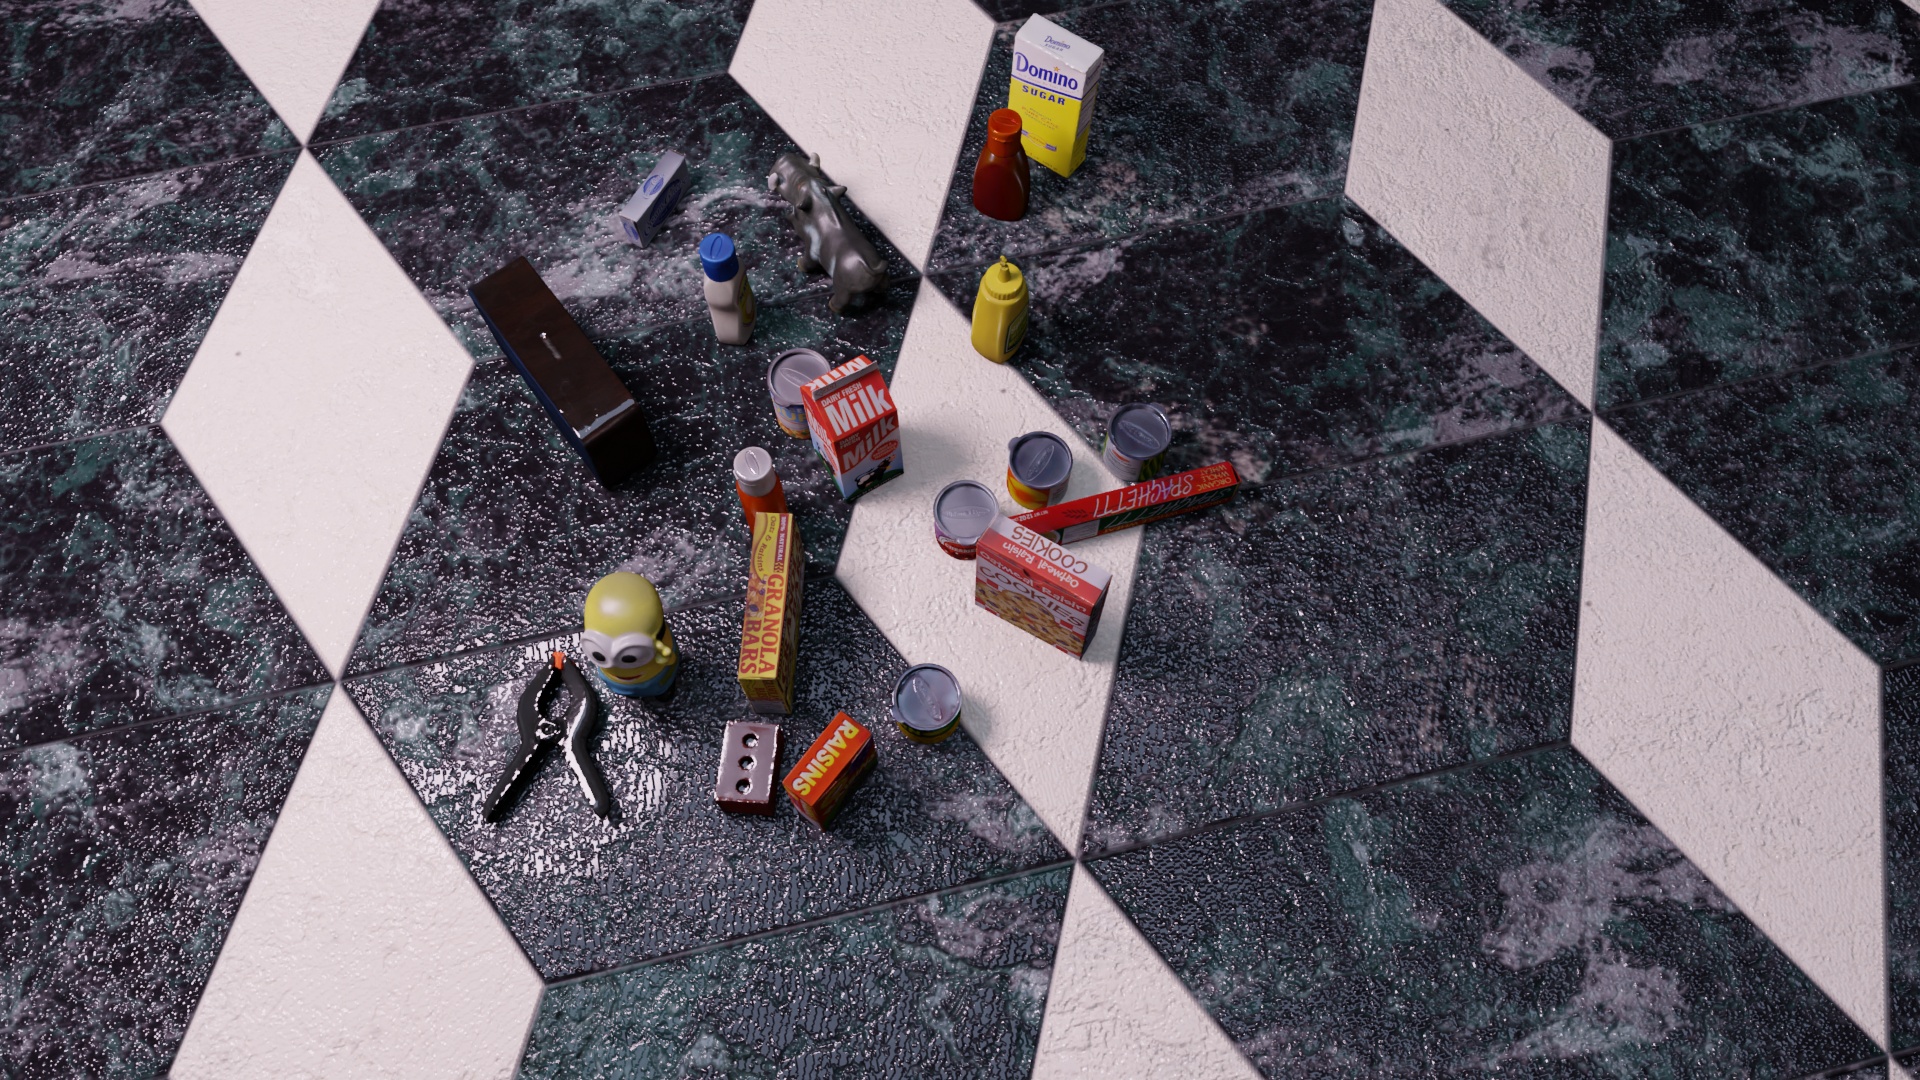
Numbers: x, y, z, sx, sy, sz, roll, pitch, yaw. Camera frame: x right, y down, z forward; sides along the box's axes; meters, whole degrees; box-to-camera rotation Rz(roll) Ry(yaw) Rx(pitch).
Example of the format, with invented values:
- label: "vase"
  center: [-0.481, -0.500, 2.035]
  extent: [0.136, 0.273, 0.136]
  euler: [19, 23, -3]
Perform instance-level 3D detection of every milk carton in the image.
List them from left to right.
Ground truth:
- label: "milk carton"
  center: [-0.108, -0.117, 1.384]
  extent: [0.072, 0.189, 0.073]
  euler: [-28, 71, -11]

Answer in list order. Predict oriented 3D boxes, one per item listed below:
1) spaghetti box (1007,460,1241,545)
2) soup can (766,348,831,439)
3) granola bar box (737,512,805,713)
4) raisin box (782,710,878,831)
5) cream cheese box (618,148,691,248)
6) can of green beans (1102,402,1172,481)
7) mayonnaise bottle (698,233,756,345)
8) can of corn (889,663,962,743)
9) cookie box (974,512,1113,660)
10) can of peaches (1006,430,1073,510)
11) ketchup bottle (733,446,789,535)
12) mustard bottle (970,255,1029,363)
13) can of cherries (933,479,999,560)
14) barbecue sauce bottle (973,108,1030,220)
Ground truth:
- label: "spaghetti box"
  center: [0.163, -0.031, 1.426]
  extent: [0.250, 0.050, 0.029]
  euler: [-14, 68, -6]
- label: "soup can"
  center: [-0.166, -0.150, 1.455]
  extent: [0.071, 0.083, 0.071]
  euler: [0, 67, 0]
- label: "granola bar box"
  center: [-0.179, 0.072, 1.339]
  extent: [0.039, 0.123, 0.166]
  euler: [2, 67, 1]
- label: "raisin box"
  center: [-0.118, 0.215, 1.280]
  extent: [0.040, 0.123, 0.086]
  euler: [36, 72, 13]
- label: "cream cheese box"
  center: [-0.343, -0.386, 1.569]
  extent: [0.024, 0.053, 0.104]
  euler: [26, 70, 10]
- label: "can of green beans"
  center: [0.184, -0.102, 1.451]
  extent: [0.071, 0.057, 0.071]
  euler: [0, 67, 0]
- label: "mayonnaise bottle"
  center: [-0.246, -0.268, 1.469]
  extent: [0.041, 0.147, 0.065]
  euler: [10, 68, 4]
- label: "can of corn"
  center: [-0.034, 0.159, 1.339]
  extent: [0.071, 0.058, 0.071]
  euler: [0, 67, 0]
- label: "cookie box"
  center: [0.075, 0.048, 1.328]
  extent: [0.123, 0.166, 0.040]
  euler: [28, 70, 11]
- label: "can of peaches"
  center: [0.079, -0.073, 1.438]
  extent: [0.071, 0.058, 0.071]
  euler: [0, 67, 0]
- label: "ketchup bottle"
  center: [-0.197, -0.044, 1.375]
  extent: [0.043, 0.148, 0.065]
  euler: [-24, 70, -10]
- label: "mustard bottle"
  center: [0.043, -0.247, 1.456]
  extent: [0.049, 0.159, 0.065]
  euler: [31, 71, 12]
- label: "can of cherries"
  center: [0.005, -0.018, 1.414]
  extent: [0.071, 0.058, 0.072]
  euler: [0, 67, 0]
- label: "barbecue sauce bottle"
  center: [0.047, -0.414, 1.532]
  extent: [0.065, 0.148, 0.044]
  euler: [17, 69, 7]
